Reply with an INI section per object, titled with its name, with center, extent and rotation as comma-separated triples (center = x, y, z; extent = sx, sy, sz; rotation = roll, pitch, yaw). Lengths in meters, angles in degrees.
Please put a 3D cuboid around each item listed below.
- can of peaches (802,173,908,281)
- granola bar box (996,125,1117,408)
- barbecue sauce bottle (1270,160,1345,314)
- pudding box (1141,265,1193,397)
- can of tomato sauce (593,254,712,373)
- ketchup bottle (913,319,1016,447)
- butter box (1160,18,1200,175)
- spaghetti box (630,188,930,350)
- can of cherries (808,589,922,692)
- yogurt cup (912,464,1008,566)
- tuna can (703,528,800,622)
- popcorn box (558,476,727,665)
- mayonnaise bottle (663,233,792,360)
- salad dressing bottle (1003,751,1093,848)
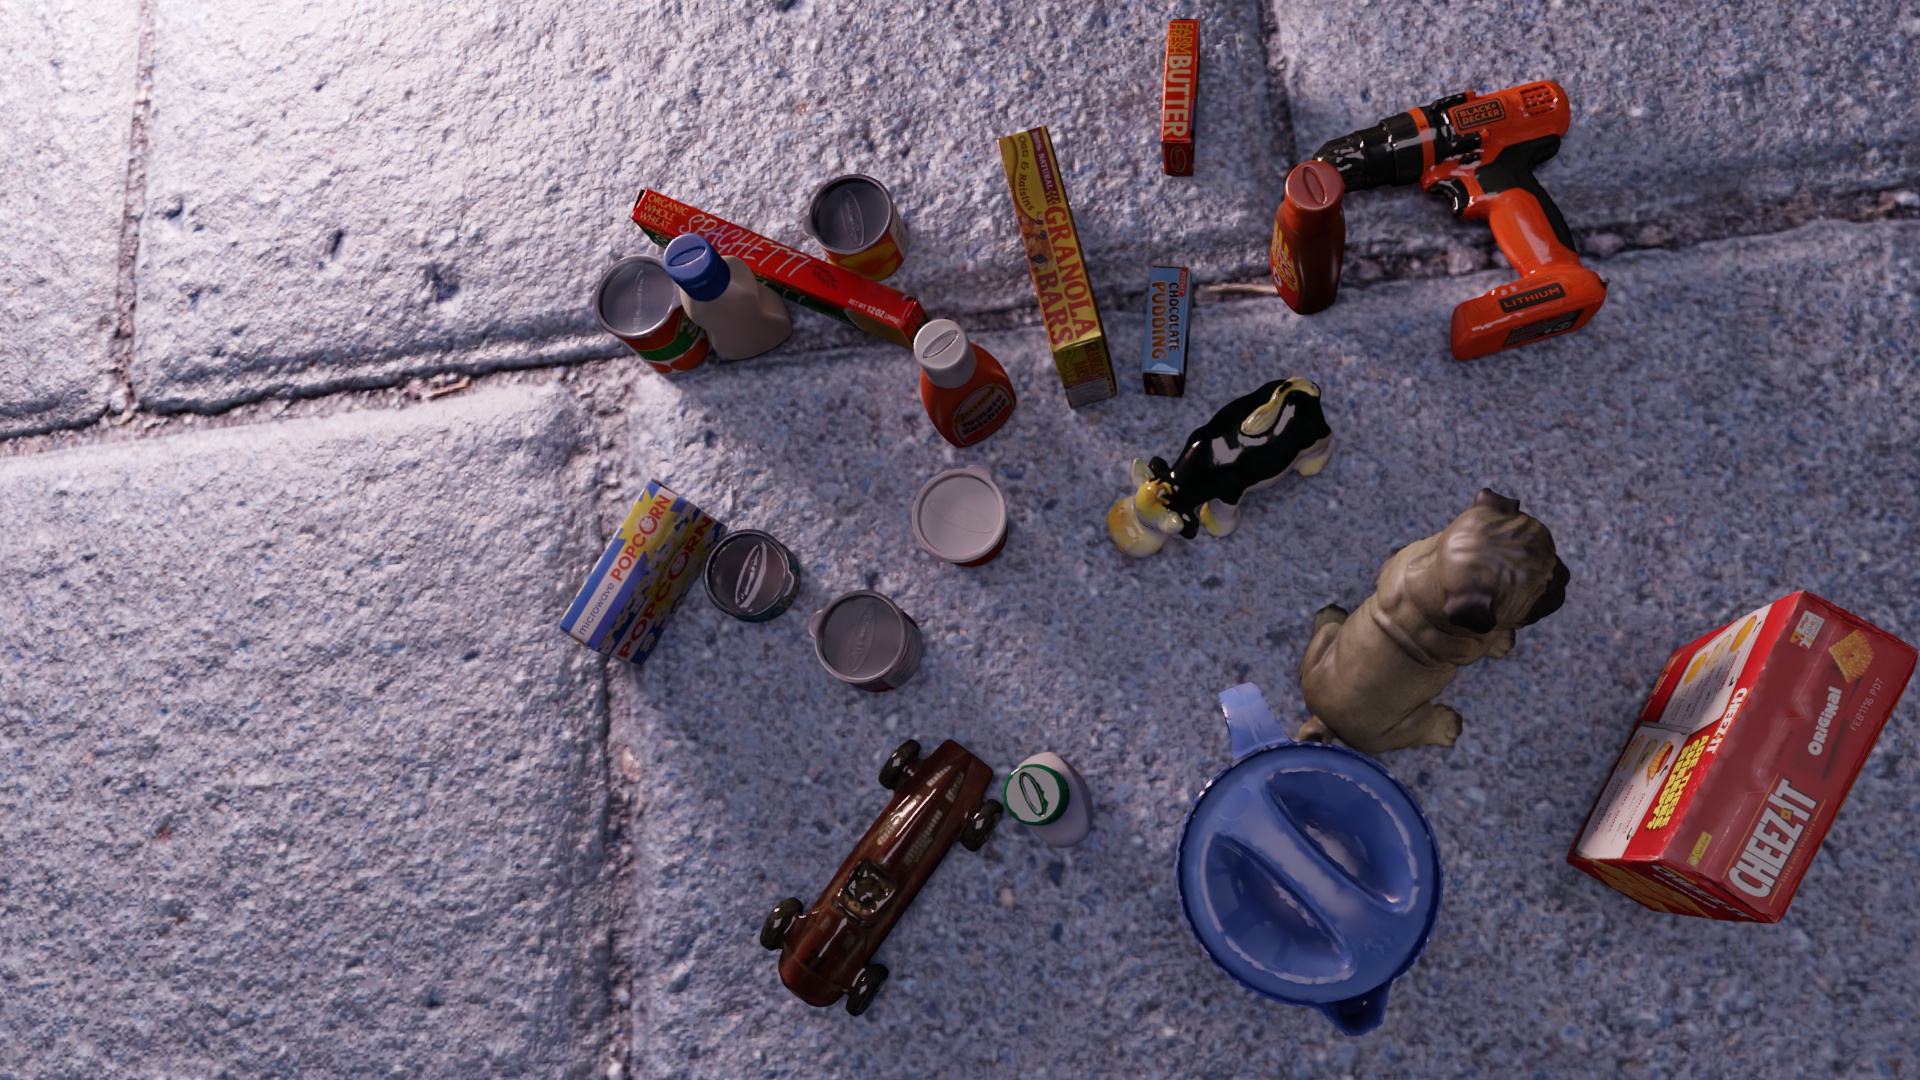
[can of peaches]
center = -0.080, -0.238, 1.066
extent = 0.071, 0.058, 0.071
rotation = -2, 77, 10
[granola bar box]
center = 0.071, -0.192, 0.993
extent = 0.039, 0.124, 0.166
rotation = -15, 75, 7
[barbecue sauce bottle]
center = 0.239, -0.210, 0.954
extent = 0.043, 0.148, 0.065
rotation = -20, 74, 6
[pudding box]
center = 0.151, -0.151, 1.007
extent = 0.030, 0.049, 0.084
rotation = 4, 78, 12
[can of tomato sauce]
center = -0.231, -0.172, 1.065
extent = 0.071, 0.083, 0.071
rotation = -2, 77, 10
[ketchup bottle]
center = -0.001, -0.112, 0.974
extent = 0.065, 0.148, 0.043
rotation = -38, 73, 0
[butter box]
center = 0.166, -0.333, 1.047
extent = 0.024, 0.053, 0.103
rotation = 3, 77, 11
[spaghetti box]
center = -0.142, -0.211, 1.075
extent = 0.250, 0.050, 0.029
rotation = 24, 83, 15
[can of cherries]
center = -0.067, 0.071, 0.989
extent = 0.071, 0.058, 0.071
rotation = -2, 77, 10
[yogurt cup]
center = 0.004, -0.013, 0.999
extent = 0.072, 0.054, 0.072
rotation = -2, 77, 10
[tuna can]
center = -0.152, 0.027, 1.029
extent = 0.071, 0.033, 0.071
rotation = -2, 76, 10
[popcorn box]
center = -0.230, 0.025, 1.017
extent = 0.038, 0.085, 0.127
rotation = 29, 84, 15
[mayonnaise bottle]
center = -0.174, -0.179, 1.022
extent = 0.065, 0.148, 0.041
rotation = -22, 74, 5
[salad dressing bottle]
center = 0.056, 0.166, 0.897
extent = 0.044, 0.147, 0.064
rotation = -26, 74, 4
